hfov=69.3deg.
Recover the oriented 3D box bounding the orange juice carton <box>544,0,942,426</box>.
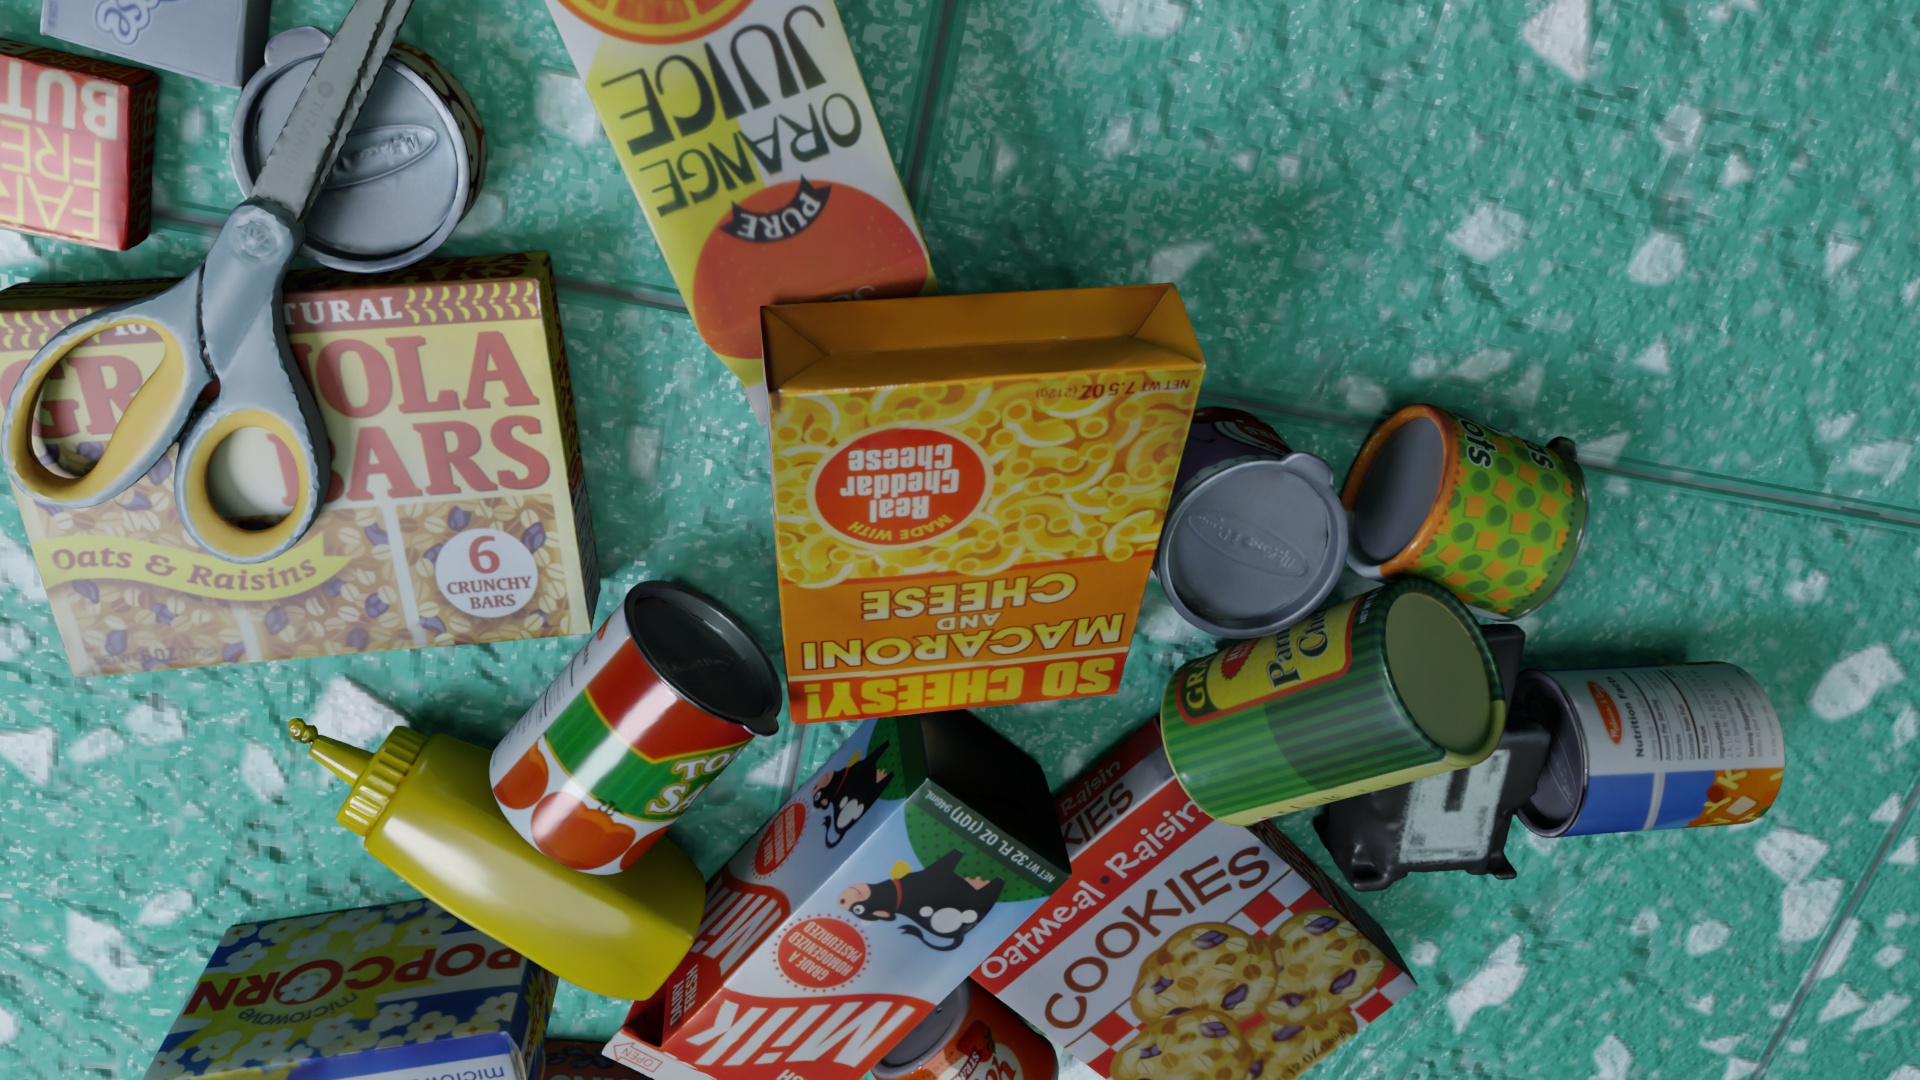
[{"bbox_3d":[-0.064,-0.128,0.407,0.072,0.073,0.192,-21,116,2],"label":"orange juice carton"}]

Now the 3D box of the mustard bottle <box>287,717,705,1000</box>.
[{"bbox_3d":[-0.171,0.108,0.505,0.160,0.065,0.048,34,101,-14],"label":"mustard bottle"}]

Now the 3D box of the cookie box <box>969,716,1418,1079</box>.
[{"bbox_3d":[0.091,0.168,0.580,0.123,0.040,0.167,-42,114,11],"label":"cookie box"}]

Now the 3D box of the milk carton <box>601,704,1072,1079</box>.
[{"bbox_3d":[-0.052,0.151,0.533,0.072,0.074,0.190,37,105,-21],"label":"milk carton"}]

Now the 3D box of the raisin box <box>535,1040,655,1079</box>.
[{"bbox_3d":[-0.170,0.254,0.581,0.123,0.040,0.085,8,112,-12],"label":"raisin box"}]

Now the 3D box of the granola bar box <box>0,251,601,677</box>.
[{"bbox_3d":[-0.209,-0.025,0.451,0.166,0.039,0.123,-5,114,-6],"label":"granola bar box"}]

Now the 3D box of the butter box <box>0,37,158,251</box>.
[{"bbox_3d":[-0.293,-0.121,0.404,0.103,0.024,0.053,10,113,-12],"label":"butter box"}]

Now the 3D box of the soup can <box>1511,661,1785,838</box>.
[{"bbox_3d":[0.267,0.084,0.554,0.084,0.071,0.071,-2,114,-8],"label":"soup can"}]

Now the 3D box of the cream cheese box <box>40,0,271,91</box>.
[{"bbox_3d":[-0.220,-0.184,0.386,0.053,0.024,0.103,12,112,-14],"label":"cream cheese box"}]

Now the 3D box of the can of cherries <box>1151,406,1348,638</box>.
[{"bbox_3d":[0.097,-0.009,0.491,0.071,0.058,0.071,-3,114,-6],"label":"can of cherries"}]

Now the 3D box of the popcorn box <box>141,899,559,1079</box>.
[{"bbox_3d":[-0.218,0.175,0.513,0.127,0.085,0.038,-7,114,-4],"label":"popcorn box"}]

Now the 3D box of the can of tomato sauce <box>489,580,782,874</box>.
[{"bbox_3d":[-0.113,0.067,0.488,0.071,0.071,0.083,37,108,-21],"label":"can of tomato sauce"}]

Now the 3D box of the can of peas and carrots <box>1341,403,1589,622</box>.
[{"bbox_3d":[0.179,-0.012,0.497,0.059,0.071,0.070,17,111,-14],"label":"can of peas and carrots"}]

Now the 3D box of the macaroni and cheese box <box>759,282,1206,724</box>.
[{"bbox_3d":[0.002,-0.006,0.452,0.124,0.040,0.165,-4,141,-8],"label":"macaroni and cheese box"}]

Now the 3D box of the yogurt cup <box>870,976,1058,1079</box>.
[{"bbox_3d":[-0.001,0.217,0.576,0.072,0.072,0.054,-36,106,9],"label":"yogurt cup"}]

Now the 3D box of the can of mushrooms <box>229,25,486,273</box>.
[{"bbox_3d":[-0.179,-0.119,0.416,0.071,0.033,0.070,-3,115,-6],"label":"can of mushrooms"}]

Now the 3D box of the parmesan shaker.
[{"bbox_3d":[0.132,0.058,0.497,0.071,0.072,0.102,34,142,-20],"label":"parmesan shaker"}]
